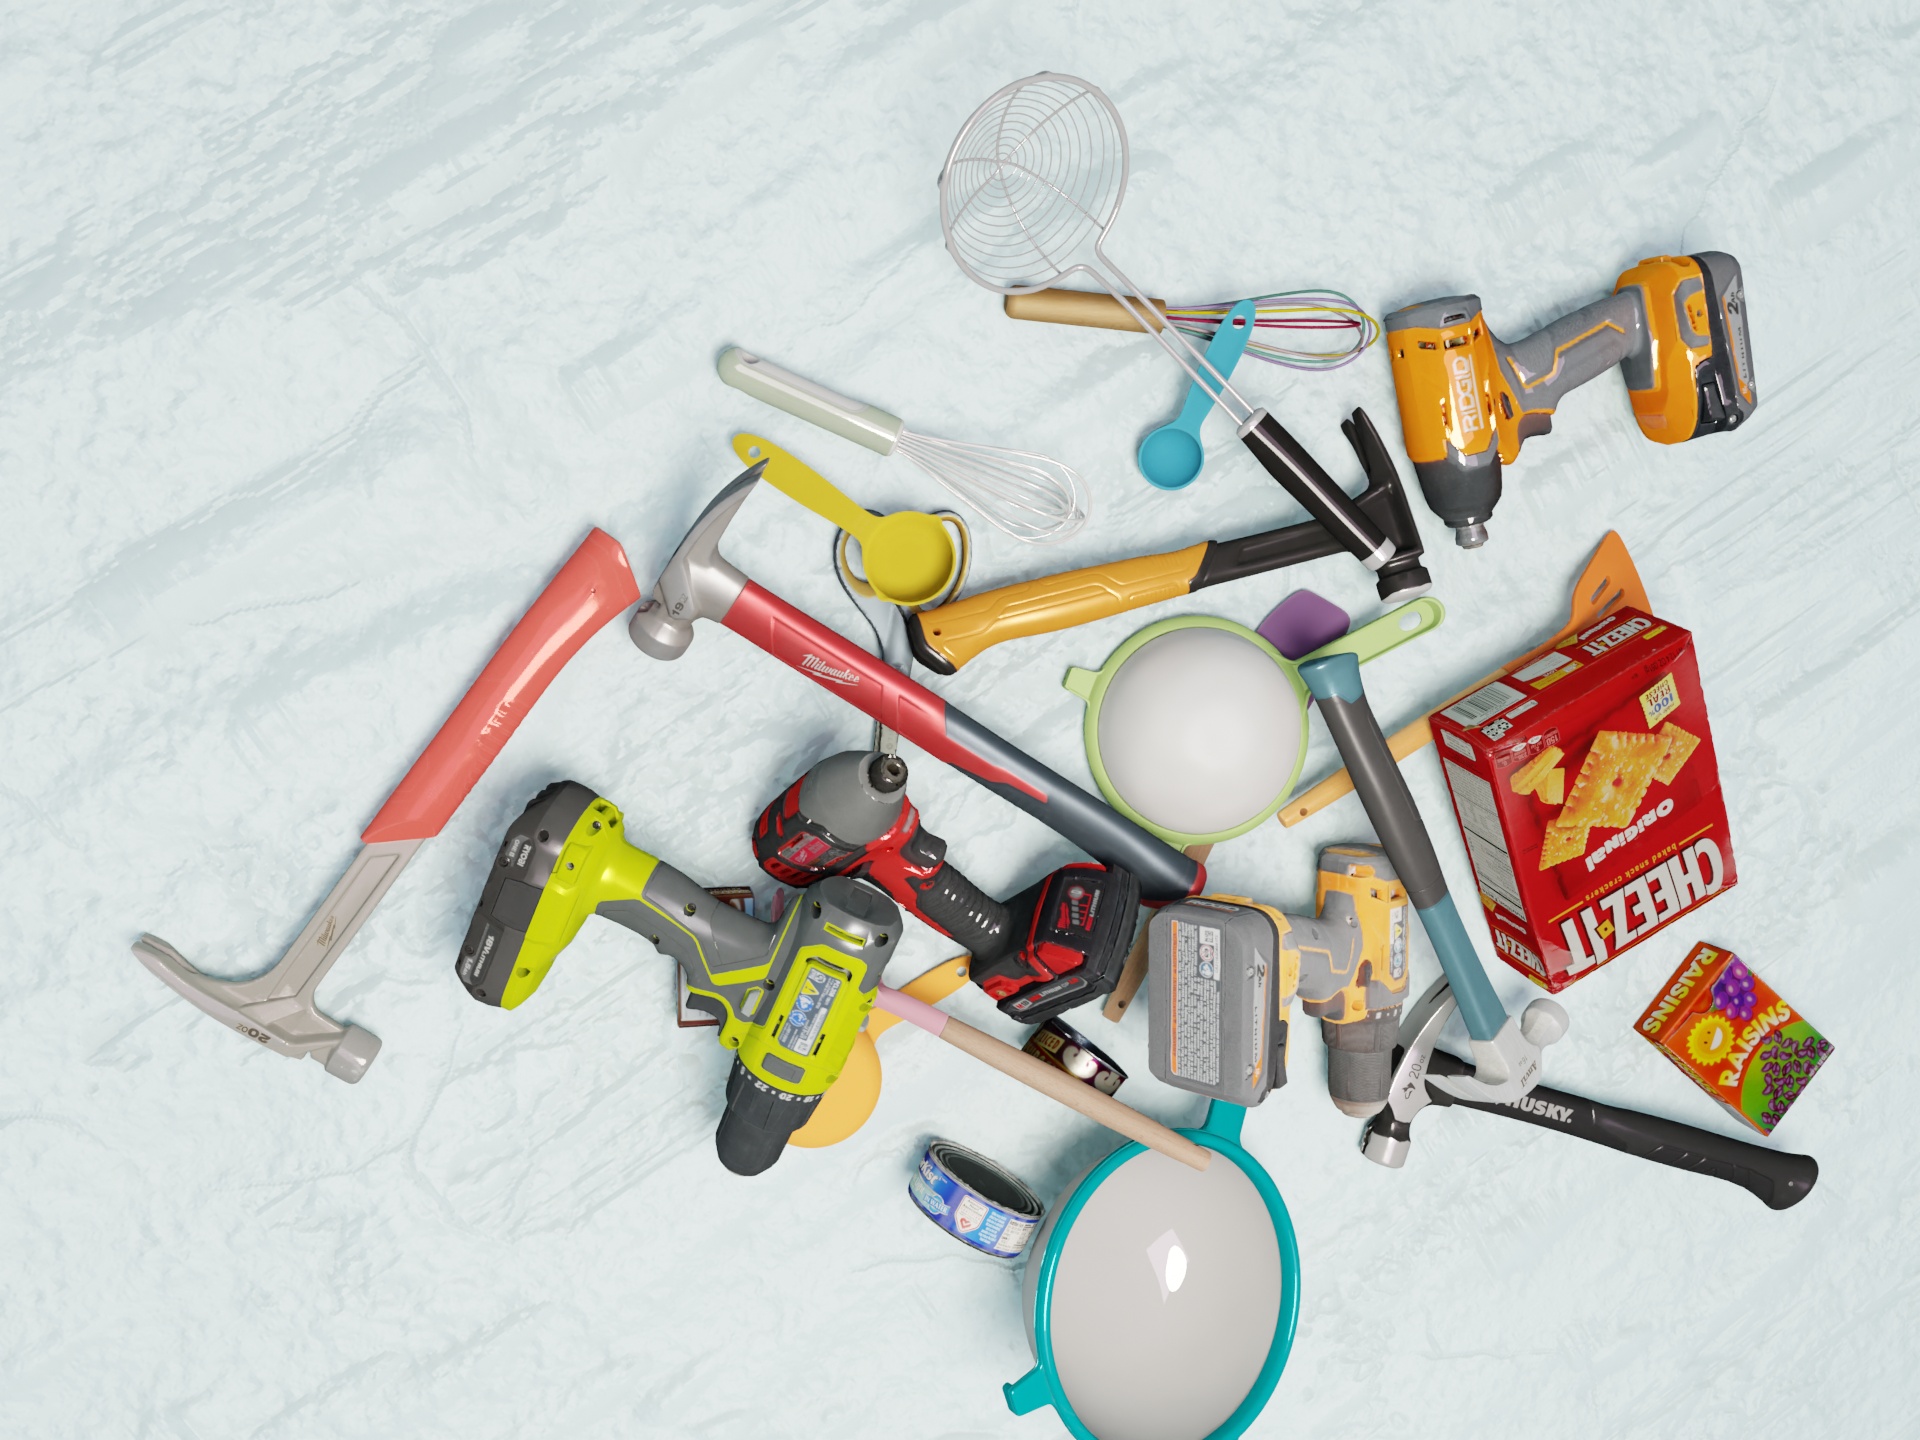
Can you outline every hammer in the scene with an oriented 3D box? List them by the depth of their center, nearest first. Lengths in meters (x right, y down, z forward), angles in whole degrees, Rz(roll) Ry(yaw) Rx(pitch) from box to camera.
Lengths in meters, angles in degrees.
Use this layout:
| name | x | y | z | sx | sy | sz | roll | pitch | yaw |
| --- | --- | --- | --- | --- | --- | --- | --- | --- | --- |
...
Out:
| name | x | y | z | sx | sy | sz | roll | pitch | yaw |
| --- | --- | --- | --- | --- | --- | --- | --- | --- | --- |
| hammer | -0.316 | 0.033 | 0.935 | 0.149 | 0.037 | 0.359 | 36 | 89 | -15 |
| hammer | -0.002 | -0.003 | 0.960 | 0.386 | 0.038 | 0.143 | 32 | 124 | -13 |
| hammer | 0.127 | -0.099 | 1.005 | 0.337 | 0.034 | 0.127 | -16 | 82 | -10 |
| hammer | 0.297 | 0.101 | 1.018 | 0.128 | 0.033 | 0.331 | -37 | 106 | -37 |
| hammer | 0.459 | 0.282 | 1.134 | 0.334 | 0.035 | 0.146 | 17 | 93 | -8 |

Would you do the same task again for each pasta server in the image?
| name | x | y | z | sx | sy | sz | roll | pitch | yaw |
| --- | --- | --- | --- | --- | --- | --- | --- | --- | --- |
| pasta server | 0.017 | 0.195 | 0.986 | 0.316 | 0.060 | 0.040 | 28 | 94 | -1 |

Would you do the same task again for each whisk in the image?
| name | x | y | z | sx | sy | sz | roll | pitch | yaw |
| --- | --- | --- | --- | --- | --- | --- | --- | --- | --- |
| whisk | -0.032 | -0.170 | 0.972 | 0.246 | 0.058 | 0.059 | 22 | 122 | -11 |
| whisk | 0.149 | -0.256 | 1.004 | 0.245 | 0.047 | 0.051 | 3 | 98 | -10 |

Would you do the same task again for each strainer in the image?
| name | x | y | z | sx | sy | sz | roll | pitch | yaw |
| --- | --- | --- | --- | --- | --- | --- | --- | --- | --- |
| strainer | 0.205 | -0.016 | 1.019 | 0.256 | 0.069 | 0.151 | -27 | 94 | -3 |
| strainer | 0.136 | 0.312 | 1.061 | 0.210 | 0.095 | 0.340 | 30 | 69 | -25 |

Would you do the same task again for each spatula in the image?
| name | x | y | z | sx | sy | sz | roll | pitch | yaw |
| --- | --- | --- | --- | --- | --- | --- | --- | --- | --- |
| spatula | 0.170 | 0.058 | 1.062 | 0.059 | 0.018 | 0.316 | 27 | 89 | -12 |
| spatula | 0.347 | -0.017 | 1.081 | 0.322 | 0.041 | 0.081 | -31 | 104 | -8 |

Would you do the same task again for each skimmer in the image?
| name | x | y | z | sx | sy | sz | roll | pitch | yaw |
| --- | --- | --- | --- | --- | --- | --- | --- | --- | --- |
| skimmer | 0.136 | -0.220 | 0.942 | 0.363 | 0.090 | 0.127 | 44 | 94 | -8 |

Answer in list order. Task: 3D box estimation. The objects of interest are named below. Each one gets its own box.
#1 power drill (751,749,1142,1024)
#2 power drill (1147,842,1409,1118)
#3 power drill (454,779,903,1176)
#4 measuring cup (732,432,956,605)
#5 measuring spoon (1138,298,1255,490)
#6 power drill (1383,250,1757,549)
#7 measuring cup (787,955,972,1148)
| name | x | y | z | sx | sy | sz | roll | pitch | yaw |
| --- | --- | --- | --- | --- | --- | --- | --- | --- | --- |
| power drill | -0.007 | 0.093 | 0.963 | 0.219 | 0.143 | 0.079 | 31 | 54 | -16 |
| power drill | 0.216 | 0.183 | 1.019 | 0.226 | 0.084 | 0.185 | -7 | 99 | -46 |
| power drill | -0.168 | 0.151 | 0.931 | 0.228 | 0.080 | 0.190 | 25 | 106 | -1 |
| measuring cup | -0.072 | -0.126 | 0.968 | 0.156 | 0.029 | 0.062 | 35 | 89 | 0 |
| measuring spoon | 0.153 | -0.207 | 1.006 | 0.042 | 0.021 | 0.128 | 24 | 110 | -4 |
| power drill | 0.400 | -0.213 | 1.051 | 0.226 | 0.084 | 0.164 | -14 | 101 | -7 |
| measuring cup | -0.057 | 0.204 | 1.009 | 0.173 | 0.052 | 0.095 | -31 | 103 | -6 |
